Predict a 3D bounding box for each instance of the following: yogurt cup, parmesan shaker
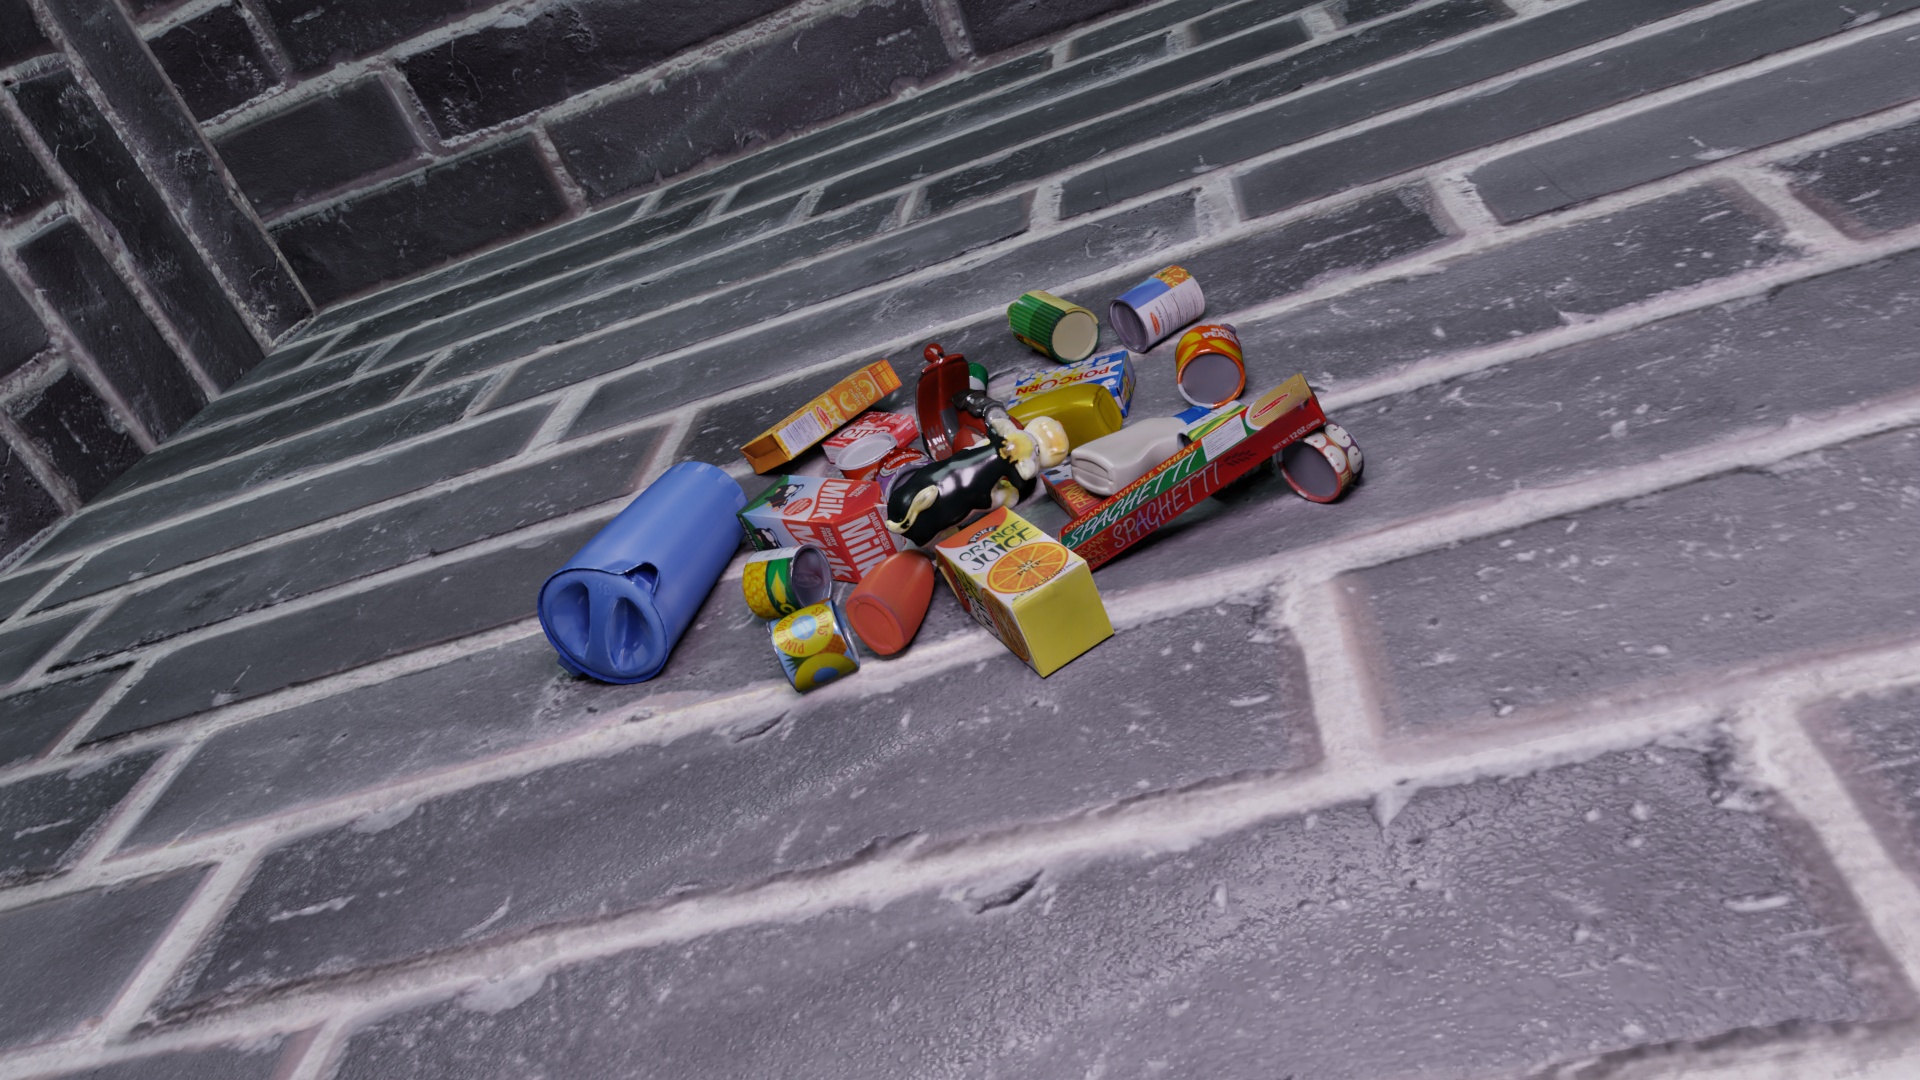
[{"bbox_3d":[-0.091,-0.074,1.457,0.072,0.053,0.073,-18,28,10],"label":"yogurt cup"},{"bbox_3d":[0.105,-0.245,1.592,0.071,0.071,0.103,-30,29,-11],"label":"parmesan shaker"}]

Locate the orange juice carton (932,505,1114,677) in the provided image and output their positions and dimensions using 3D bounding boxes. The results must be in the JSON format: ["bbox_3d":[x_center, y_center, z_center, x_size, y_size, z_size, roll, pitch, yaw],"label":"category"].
[{"bbox_3d":[0.042,0.032,1.153,0.072,0.072,0.193,-31,28,-12],"label":"orange juice carton"}]

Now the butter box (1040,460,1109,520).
[{"bbox_3d":[0.117,-0.046,1.284,0.053,0.024,0.104,-25,28,-6],"label":"butter box"}]

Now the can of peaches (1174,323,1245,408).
[{"bbox_3d":[0.245,-0.172,1.359,0.071,0.071,0.058,-15,30,16],"label":"can of peaches"}]

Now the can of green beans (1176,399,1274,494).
[{"bbox_3d":[0.230,-0.081,1.215,0.058,0.071,0.071,-28,28,-7],"label":"can of green beans"}]

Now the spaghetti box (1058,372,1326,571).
[{"bbox_3d":[0.188,-0.052,1.159,0.249,0.028,0.050,-34,24,20],"label":"spaghetti box"}]

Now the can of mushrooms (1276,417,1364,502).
[{"bbox_3d":[0.296,-0.064,1.141,0.033,0.070,0.071,-38,31,-25],"label":"can of mushrooms"}]

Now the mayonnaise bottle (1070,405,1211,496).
[{"bbox_3d":[0.172,-0.084,1.260,0.149,0.041,0.065,-24,33,-33],"label":"mayonnaise bottle"}]

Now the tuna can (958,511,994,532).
[{"bbox_3d":[0.005,-0.016,1.308,0.071,0.032,0.071,-18,28,10],"label":"tuna can"}]

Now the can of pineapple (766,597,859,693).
[{"bbox_3d":[-0.125,0.088,1.186,0.058,0.070,0.071,-23,28,0],"label":"can of pineapple"}]

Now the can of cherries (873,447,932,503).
[{"bbox_3d":[-0.049,-0.056,1.376,0.071,0.071,0.058,-27,28,-7],"label":"can of cherries"}]

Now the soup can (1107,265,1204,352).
[{"bbox_3d":[0.215,-0.256,1.531,0.084,0.071,0.071,-33,29,-18],"label":"soup can"}]

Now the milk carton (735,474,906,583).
[{"bbox_3d":[-0.124,-0.012,1.356,0.190,0.072,0.074,7,40,44],"label":"milk carton"}]

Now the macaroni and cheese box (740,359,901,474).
[{"bbox_3d":[-0.163,-0.143,1.608,0.167,0.040,0.123,-37,11,-24],"label":"macaroni and cheese box"}]

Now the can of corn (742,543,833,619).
[{"bbox_3d":[-0.162,0.042,1.302,0.058,0.071,0.071,-8,32,29],"label":"can of corn"}]

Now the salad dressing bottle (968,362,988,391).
[{"bbox_3d":[0.006,-0.149,1.525,0.064,0.043,0.148,-15,29,16],"label":"salad dressing bottle"}]

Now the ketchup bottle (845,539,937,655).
[{"bbox_3d":[-0.051,0.040,1.227,0.043,0.064,0.149,-28,14,27],"label":"ketchup bottle"}]

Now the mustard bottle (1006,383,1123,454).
[{"bbox_3d":[0.083,-0.116,1.393,0.160,0.065,0.049,-7,37,38],"label":"mustard bottle"}]

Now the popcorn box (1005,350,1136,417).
[{"bbox_3d":[0.115,-0.151,1.454,0.126,0.038,0.085,-12,29,21],"label":"popcorn box"}]
